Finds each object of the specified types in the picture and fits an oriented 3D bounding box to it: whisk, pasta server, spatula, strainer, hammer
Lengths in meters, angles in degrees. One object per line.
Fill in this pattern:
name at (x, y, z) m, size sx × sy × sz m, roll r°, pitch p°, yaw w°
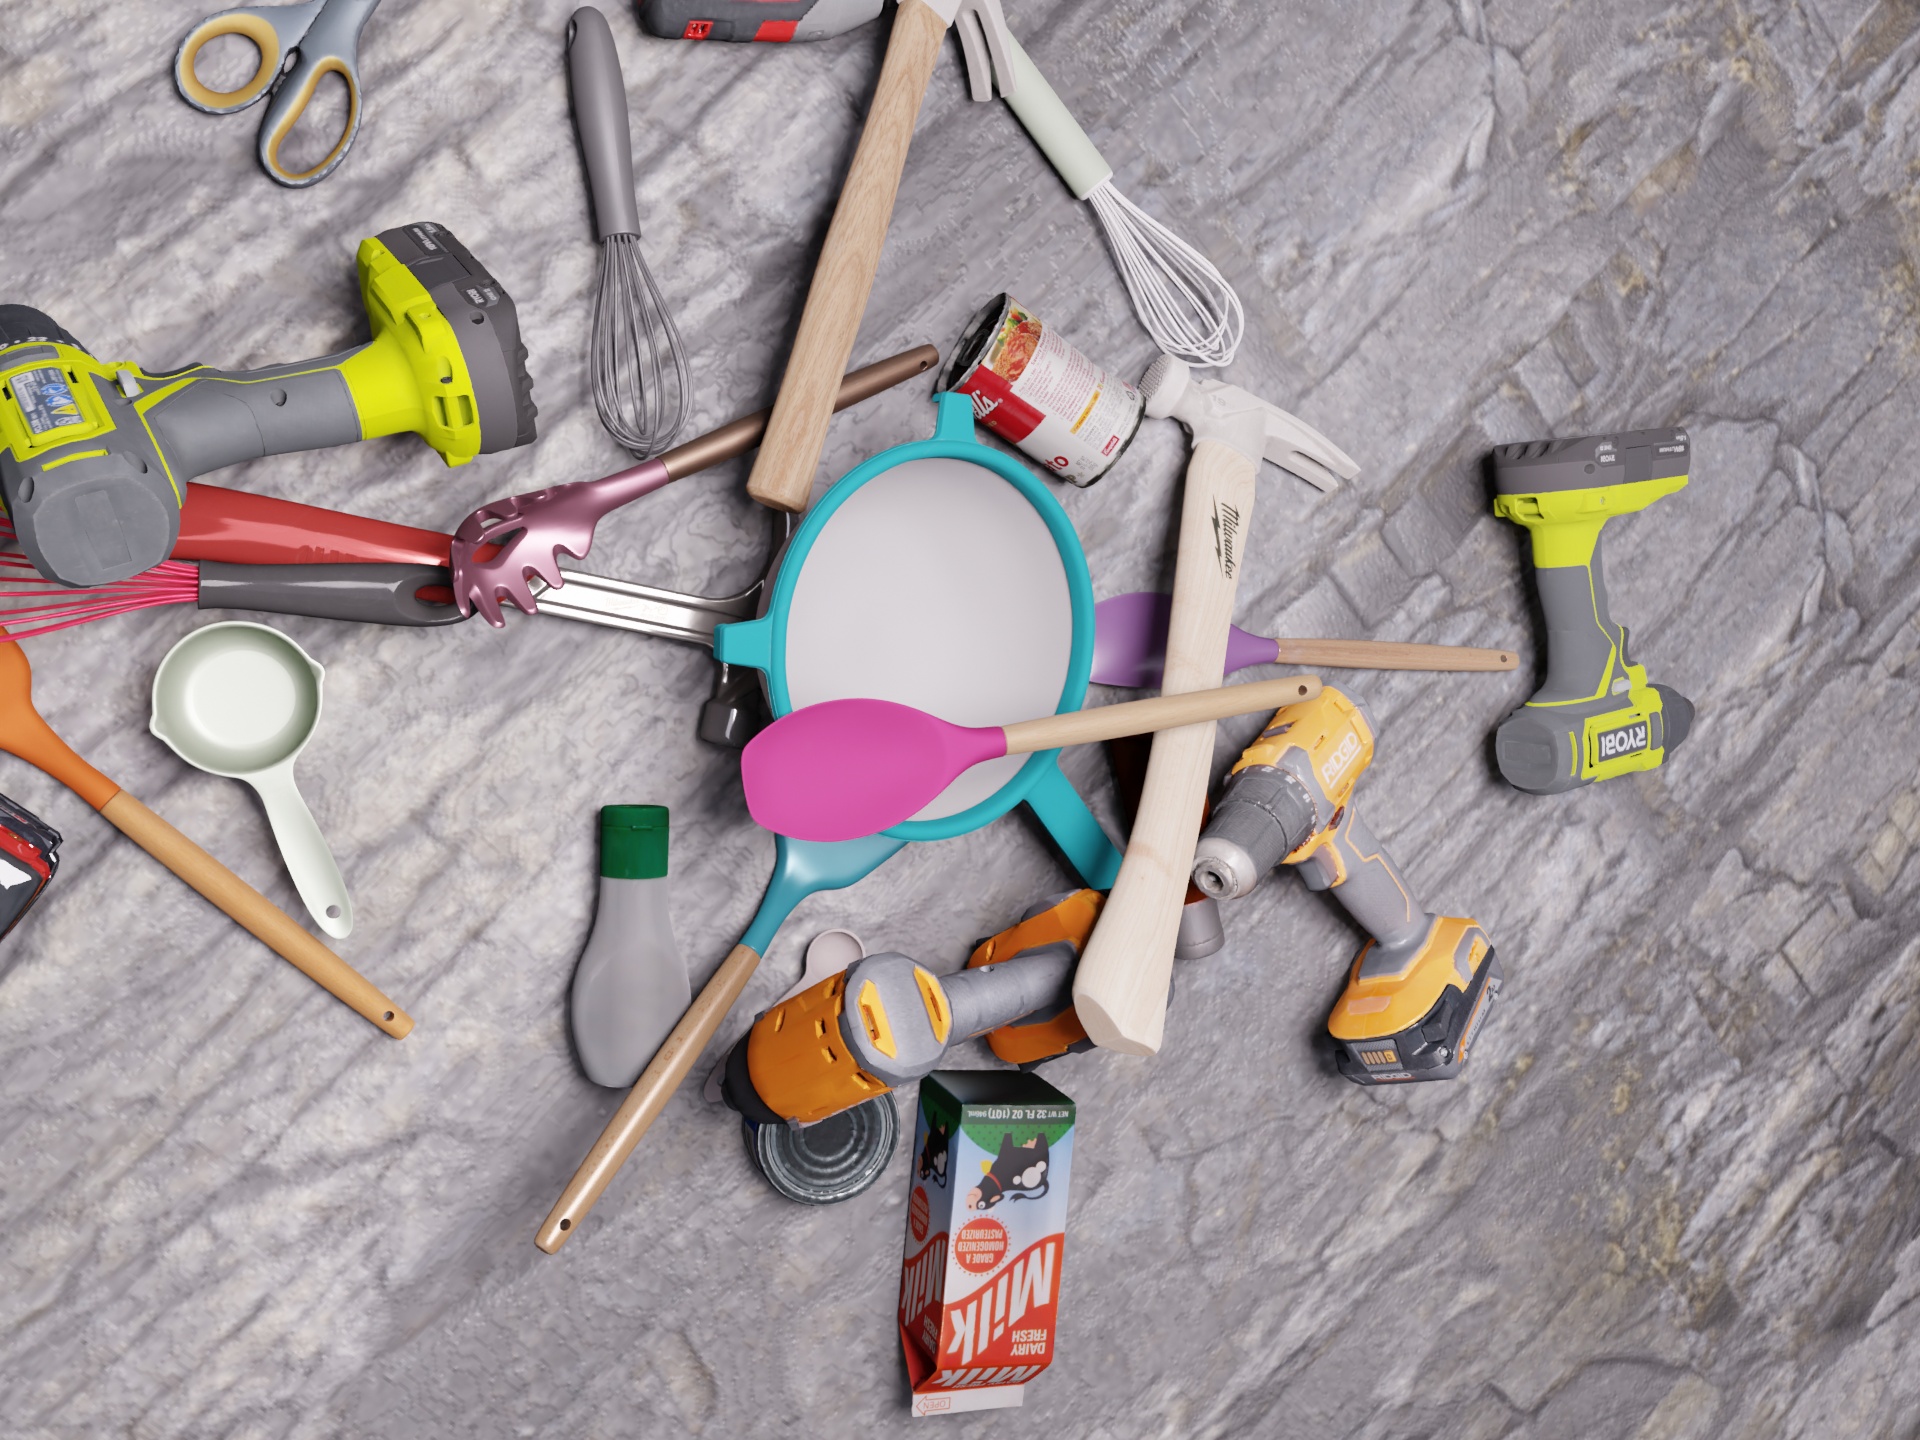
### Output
whisk at (-0.372, -0.064, 0.732) m, size 0.295 × 0.073 × 0.073 m, roll 1°, pitch 92°, yaw -27°
whisk at (-0.179, -0.256, 0.836) m, size 0.055 × 0.055 × 0.239 m, roll -9°, pitch 92°, yaw -19°
pasta server at (-0.129, -0.137, 0.832) m, size 0.316 × 0.040 × 0.060 m, roll -30°, pitch 141°, yaw -30°
spatula at (-0.394, 0.055, 0.775) m, size 0.322 × 0.041 × 0.081 m, roll 44°, pitch 67°, yaw -18°
strainer at (-0.001, -0.003, 0.897) m, size 0.211 × 0.095 × 0.340 m, roll -50°, pitch 125°, yaw -20°
spatula at (0.219, -0.045, 1.003) m, size 0.315 × 0.018 × 0.060 m, roll 2°, pitch 80°, yaw -20°
whisk at (0.085, -0.307, 0.932) m, size 0.246 × 0.058 × 0.059 m, roll 50°, pitch 42°, yaw -12°
hammer at (0.136, -0.012, 0.887) m, size 0.146 × 0.038 × 0.411 m, roll 23°, pitch 62°, yaw -18°
spatula at (-0.123, 0.141, 0.846) m, size 0.082 × 0.044 × 0.318 m, roll 44°, pitch 57°, yaw -16°
hammer at (-0.263, -0.087, 0.818) m, size 0.359 × 0.037 × 0.149 m, roll 11°, pitch 89°, yaw -20°
hammer at (-0.049, -0.269, 0.842) m, size 0.130 × 0.031 × 0.331 m, roll 22°, pitch 81°, yaw -46°

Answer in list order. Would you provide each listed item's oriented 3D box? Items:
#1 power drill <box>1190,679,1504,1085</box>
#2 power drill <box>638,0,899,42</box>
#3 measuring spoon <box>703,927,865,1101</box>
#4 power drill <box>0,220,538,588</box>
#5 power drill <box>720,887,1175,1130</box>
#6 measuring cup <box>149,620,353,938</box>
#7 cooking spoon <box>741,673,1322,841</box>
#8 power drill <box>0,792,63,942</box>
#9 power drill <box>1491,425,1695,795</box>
power drill at (0.227, 0.111, 0.951) m, size 0.185 × 0.084 × 0.226 m, roll -41°, pitch 107°, yaw -44°
power drill at (-0.105, -0.472, 0.838) m, size 0.143 × 0.078 × 0.219 m, roll -7°, pitch 98°, yaw -19°
measuring spoon at (-0.103, 0.167, 0.903) m, size 0.034 × 0.018 × 0.124 m, roll 44°, pitch 85°, yaw -16°
power drill at (-0.332, -0.159, 0.734) m, size 0.228 × 0.191 × 0.080 m, roll -23°, pitch 138°, yaw -25°
power drill at (-0.013, 0.159, 0.847) m, size 0.226 × 0.164 × 0.084 m, roll -7°, pitch 71°, yaw -43°
measuring cup at (-0.341, 0.030, 0.796) m, size 0.083 × 0.038 × 0.167 m, roll -23°, pitch 102°, yaw -17°
cooking spoon at (0.045, 0.007, 0.813) m, size 0.319 × 0.017 × 0.069 m, roll -10°, pitch 92°, yaw -18°
power drill at (-0.476, 0.049, 0.646) m, size 0.187 × 0.227 × 0.080 m, roll 39°, pitch 80°, yaw -18°
power drill at (0.420, -0.075, 1.041) m, size 0.171 × 0.080 × 0.223 m, roll -11°, pitch 100°, yaw -33°
